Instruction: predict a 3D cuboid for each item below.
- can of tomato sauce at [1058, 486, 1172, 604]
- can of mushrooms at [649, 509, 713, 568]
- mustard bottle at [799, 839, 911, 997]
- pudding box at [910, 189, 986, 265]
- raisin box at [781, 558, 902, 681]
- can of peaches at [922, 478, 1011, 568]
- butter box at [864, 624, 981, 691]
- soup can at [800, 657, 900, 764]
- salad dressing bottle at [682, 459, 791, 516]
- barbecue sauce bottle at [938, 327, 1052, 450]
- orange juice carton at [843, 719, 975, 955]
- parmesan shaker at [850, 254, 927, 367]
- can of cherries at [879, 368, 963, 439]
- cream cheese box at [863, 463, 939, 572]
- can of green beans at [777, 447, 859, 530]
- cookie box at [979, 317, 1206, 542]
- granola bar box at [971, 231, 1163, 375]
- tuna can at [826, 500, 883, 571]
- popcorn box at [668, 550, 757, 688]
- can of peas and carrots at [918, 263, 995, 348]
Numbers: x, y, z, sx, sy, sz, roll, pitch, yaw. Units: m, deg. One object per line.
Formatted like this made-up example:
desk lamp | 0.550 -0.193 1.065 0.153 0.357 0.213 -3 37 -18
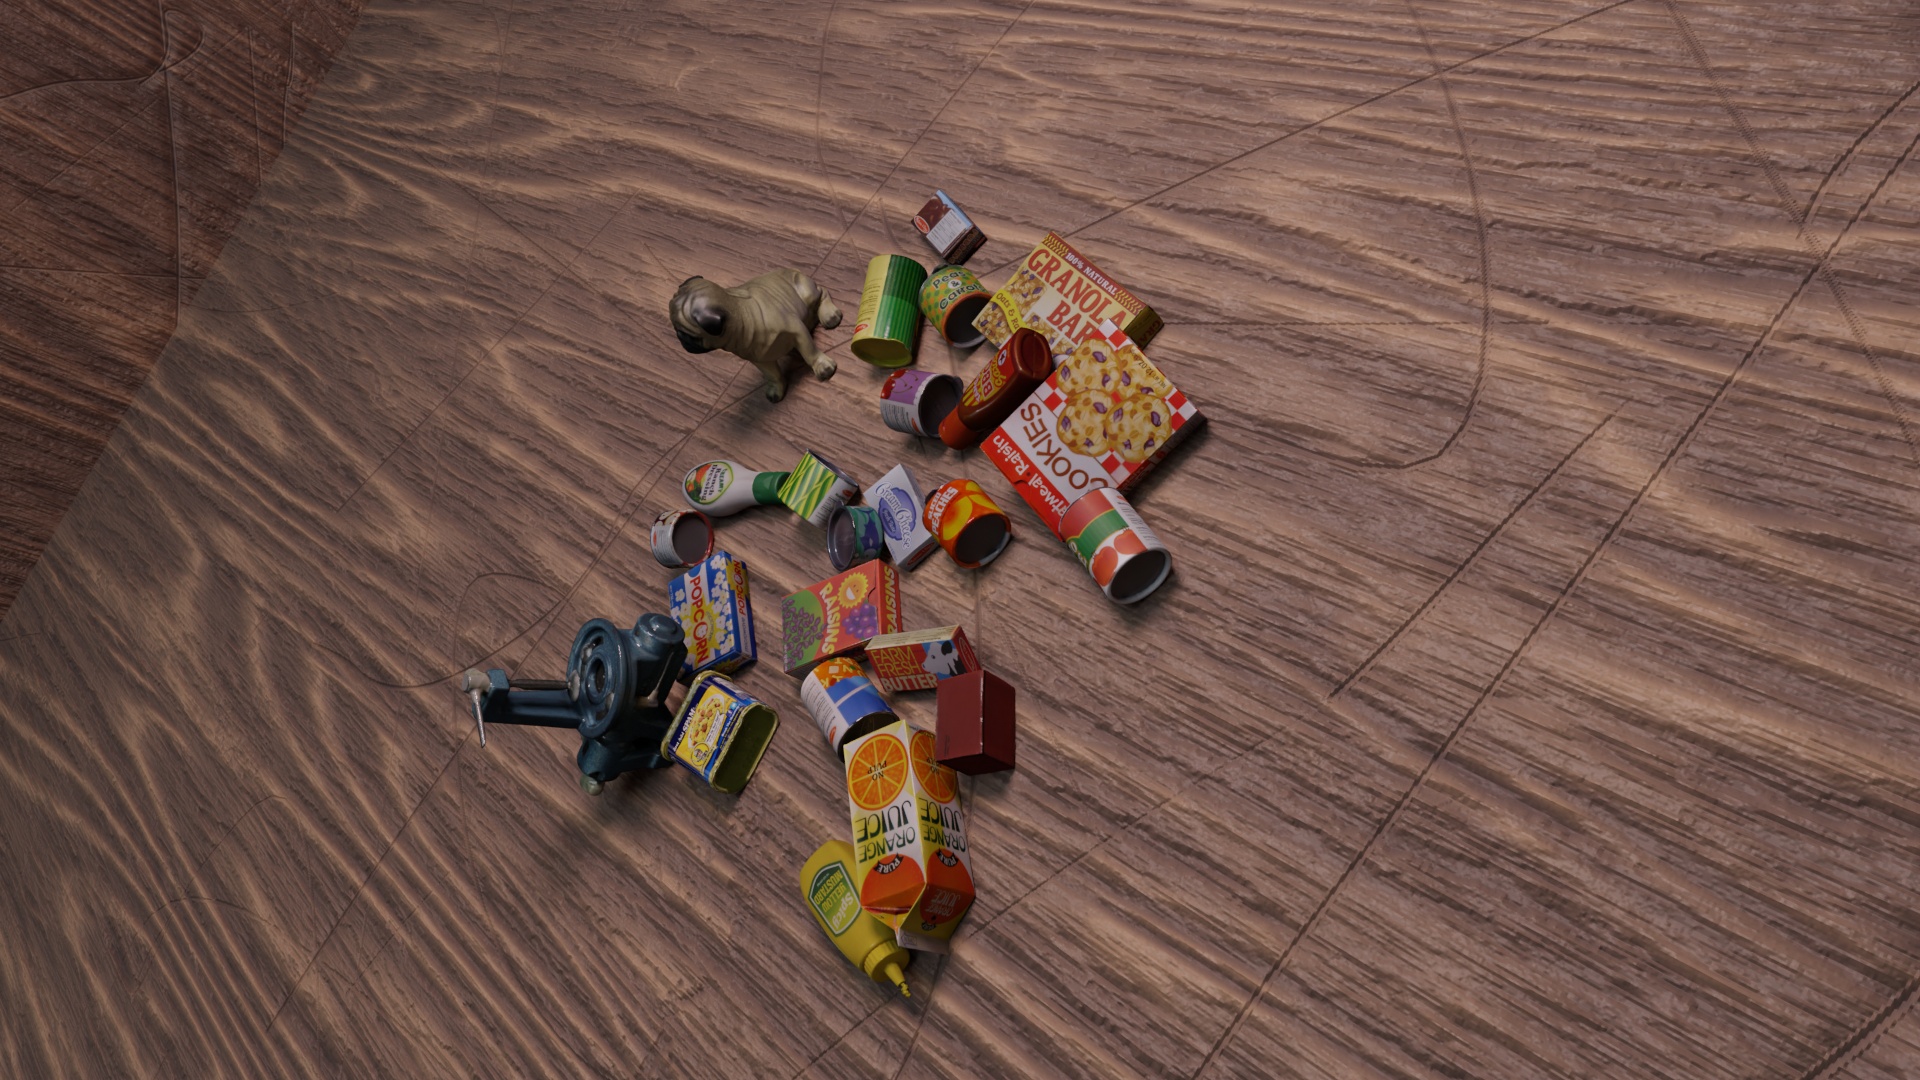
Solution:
can of tomato sauce | 0.133 0.006 1.203 0.071 0.071 0.083 -45 50 12
can of mushrooms | -0.308 -0.003 1.545 0.033 0.071 0.071 -3 68 37
mustard bottle | -0.084 0.335 1.218 0.065 0.049 0.161 -51 48 9
pudding box | -0.013 -0.338 1.506 0.049 0.030 0.084 -46 49 12
raisin box | -0.119 0.080 1.376 0.123 0.040 0.086 -22 56 27
can of peaches | 0.005 -0.016 1.308 0.071 0.071 0.058 -49 50 8
butter box | -0.035 0.110 1.288 0.103 0.053 0.024 -10 25 34
soup can | -0.102 0.160 1.309 0.071 0.071 0.084 -49 48 8
salad dressing bottle | -0.243 -0.058 1.535 0.147 0.044 0.064 1 67 38
barbecue sauce bottle | 0.031 -0.139 1.333 0.148 0.043 0.065 -42 35 47
orange juice carton | -0.043 0.262 1.208 0.073 0.071 0.193 -27 54 26
parmesan shaker | -0.073 -0.245 1.481 0.071 0.071 0.103 -4 66 36
can of cherries | -0.038 -0.140 1.406 0.058 0.071 0.071 14 78 42
cream cheese box | -0.056 -0.024 1.389 0.053 0.024 0.104 -39 50 14
can of green beans | -0.148 -0.052 1.445 0.058 0.071 0.071 -54 48 5
cookie box | 0.117 -0.098 1.256 0.167 0.040 0.123 -44 70 11
granola bar box | 0.101 -0.212 1.351 0.124 0.039 0.166 -49 49 8
tuna can | -0.106 -0.005 1.394 0.071 0.033 0.071 1 91 59
popcorn box | -0.266 0.086 1.486 0.085 0.038 0.127 -29 54 25
can of peas and carrots | -0.002 -0.241 1.423 0.071 0.071 0.059 -45 50 11
